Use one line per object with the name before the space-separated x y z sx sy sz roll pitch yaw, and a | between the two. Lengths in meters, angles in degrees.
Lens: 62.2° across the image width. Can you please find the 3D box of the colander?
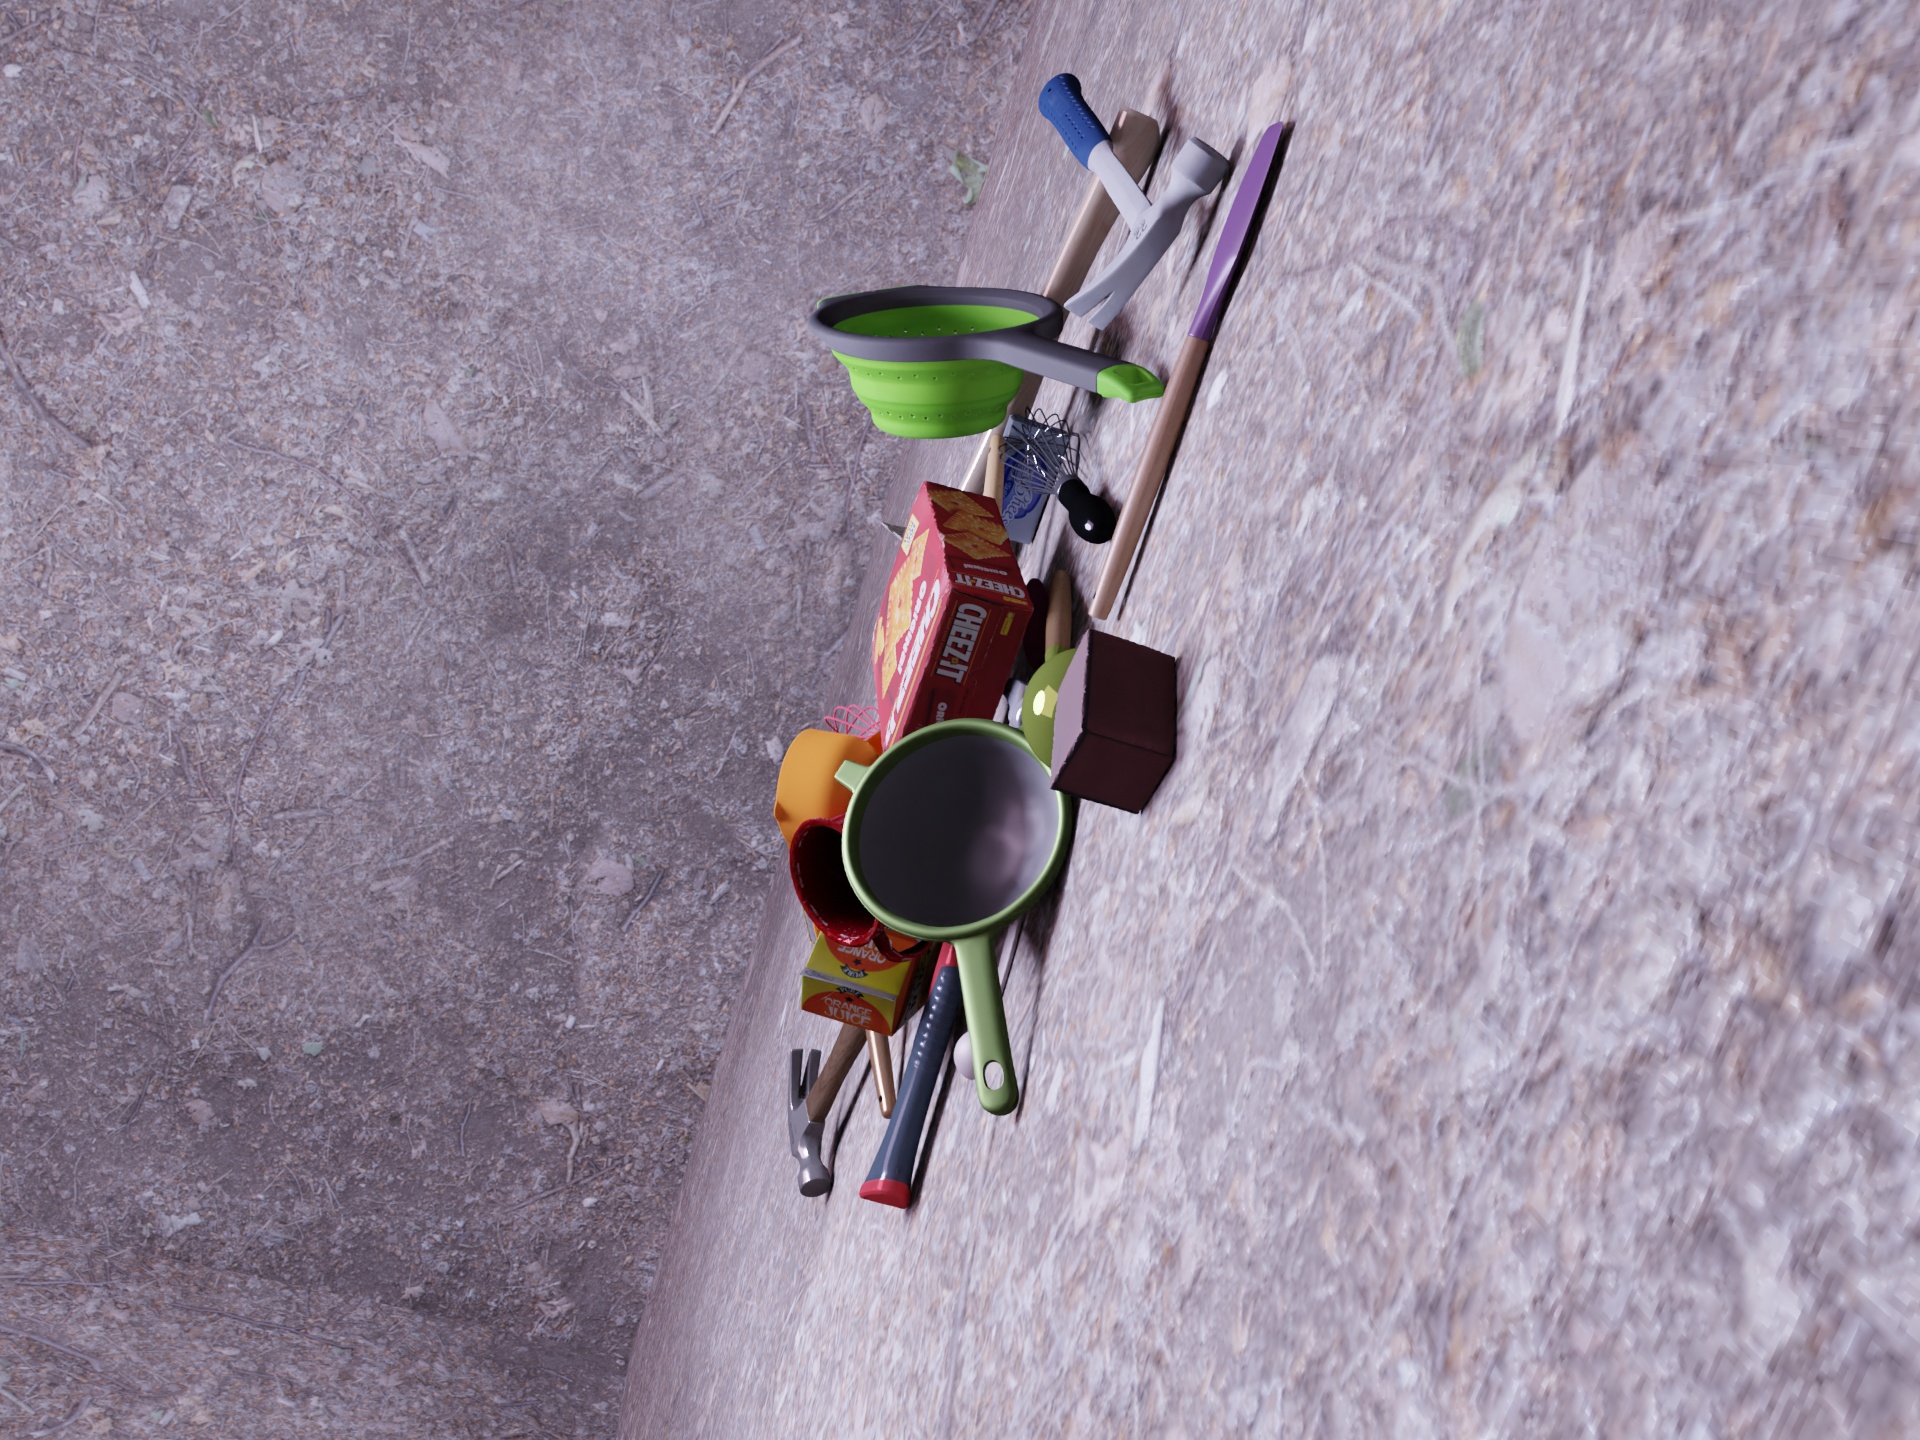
colander | 0.024 -0.256 1.221 0.397 0.204 0.094 34 134 51

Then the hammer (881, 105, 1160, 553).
hammer | 0.061 -0.325 1.372 0.038 0.146 0.410 39 114 37

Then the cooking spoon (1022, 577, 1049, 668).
cooking spoon | 0.051 -0.097 1.315 0.319 0.017 0.068 -115 27 -77

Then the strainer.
strainer | 0.012 0.125 0.997 0.069 0.151 0.257 55 -158 -60

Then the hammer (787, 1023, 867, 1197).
hammer | -0.097 0.283 1.453 0.331 0.031 0.130 -64 30 32

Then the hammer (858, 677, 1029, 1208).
hammer | -0.002 0.159 1.136 0.143 0.038 0.386 -129 56 -81

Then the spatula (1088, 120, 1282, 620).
spatula | 0.138 -0.212 0.987 0.060 0.018 0.316 -109 37 -76

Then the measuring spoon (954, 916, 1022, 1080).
measuring spoon | 0.018 0.175 1.044 0.034 0.018 0.124 -165 92 -81

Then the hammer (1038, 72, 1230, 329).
hammer | 0.107 -0.432 1.238 0.144 0.035 0.406 -52 25 24

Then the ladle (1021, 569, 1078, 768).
ladle | 0.076 -0.048 1.048 0.320 0.062 0.078 -78 2 -69

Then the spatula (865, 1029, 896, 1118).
spatula | -0.093 0.206 1.380 0.082 0.044 0.318 -55 33 33

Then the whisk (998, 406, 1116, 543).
whisk | 0.077 -0.182 1.201 0.285 0.070 0.070 -109 36 -67

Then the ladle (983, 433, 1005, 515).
ladle | 0.021 -0.093 1.309 0.069 0.031 0.316 136 141 -66

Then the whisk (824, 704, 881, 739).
whisk | -0.070 0.016 1.413 0.296 0.073 0.073 175 111 -72

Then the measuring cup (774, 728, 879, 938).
measuring cup | -0.089 0.092 1.175 0.095 0.052 0.173 -42 -47 -60
